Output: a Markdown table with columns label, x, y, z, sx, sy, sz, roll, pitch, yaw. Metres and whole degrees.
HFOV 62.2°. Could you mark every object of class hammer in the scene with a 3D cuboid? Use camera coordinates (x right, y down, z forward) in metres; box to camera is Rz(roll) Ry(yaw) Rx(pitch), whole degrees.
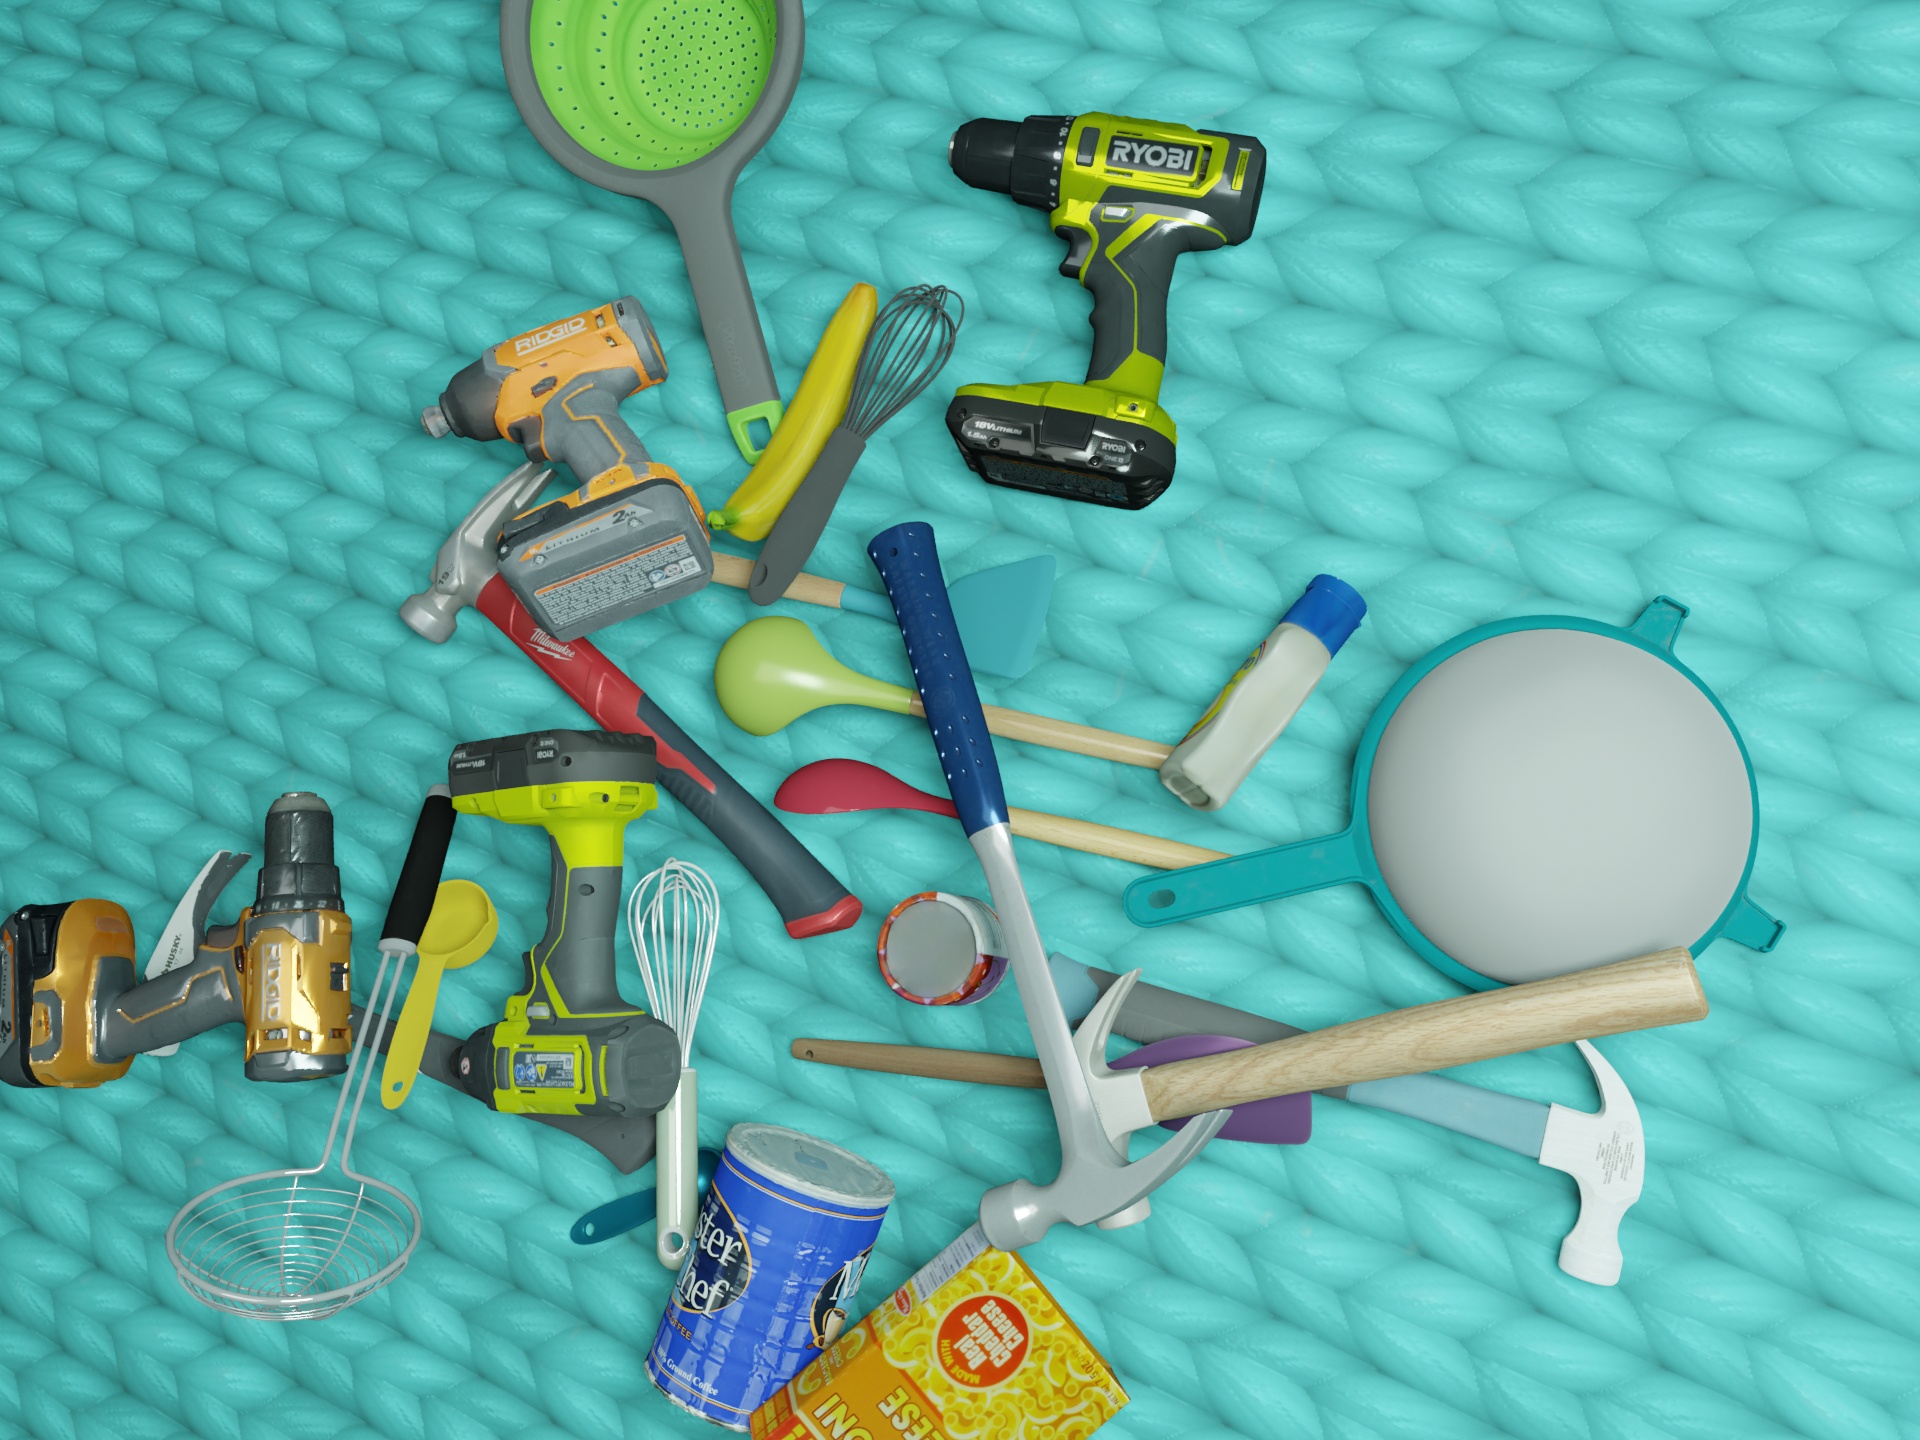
| label | x | y | z | sx | sy | sz | roll | pitch | yaw |
| --- | --- | --- | --- | --- | --- | --- | --- | --- | --- |
| hammer | 0.024 | 0.069 | 0.876 | 0.144 | 0.035 | 0.406 | -27 | 67 | 26 |
| hammer | 0.201 | 0.192 | 0.873 | 0.331 | 0.033 | 0.128 | 14 | 87 | 19 |
| hammer | 0.202 | 0.167 | 0.813 | 0.331 | 0.031 | 0.130 | -18 | 84 | 22 |
| hammer | -0.369 | 0.205 | 1.047 | 0.409 | 0.036 | 0.149 | 16 | 85 | 18 |
| hammer | -0.197 | -0.009 | 1.025 | 0.386 | 0.038 | 0.143 | 40 | 93 | 19 |

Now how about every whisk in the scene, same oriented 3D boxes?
| label | x | y | z | sx | sy | sz | roll | pitch | yaw |
| --- | --- | --- | --- | --- | --- | --- | --- | --- | --- |
| whisk | -0.066 | -0.173 | 0.986 | 0.055 | 0.055 | 0.239 | 25 | 79 | 19 |
| whisk | -0.173 | 0.206 | 0.968 | 0.058 | 0.059 | 0.246 | -4 | 78 | 5 |

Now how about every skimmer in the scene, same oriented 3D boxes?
| label | x | y | z | sx | sy | sz | roll | pitch | yaw |
| --- | --- | --- | --- | --- | --- | --- | --- | --- | --- |
| skimmer | -0.351 | 0.174 | 0.937 | 0.127 | 0.090 | 0.364 | 8 | 52 | -6 |

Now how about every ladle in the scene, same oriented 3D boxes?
| label | x | y | z | sx | sy | sz | roll | pitch | yaw |
| --- | --- | --- | --- | --- | --- | --- | --- | --- | --- |
| ladle | 0.040 | 0.062 | 0.937 | 0.315 | 0.069 | 0.031 | 11 | 111 | 13 |
| ladle | -0.002 | -0.003 | 0.968 | 0.320 | 0.062 | 0.078 | 12 | 81 | 12 |

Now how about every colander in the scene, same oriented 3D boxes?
| label | x | y | z | sx | sy | sz | roll | pitch | yaw |
| --- | --- | --- | --- | --- | --- | --- | --- | --- | --- |
| colander | -0.169 | -0.366 | 1.056 | 0.204 | 0.094 | 0.397 | -13 | 96 | 14 |

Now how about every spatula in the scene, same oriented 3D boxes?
| label | x | y | z | sx | sy | sz | roll | pitch | yaw |
| --- | --- | --- | --- | --- | --- | --- | --- | --- | --- |
| spatula | -0.098 | -0.089 | 0.992 | 0.317 | 0.044 | 0.082 | 13 | 73 | 12 |
| spatula | 0.043 | 0.200 | 0.910 | 0.316 | 0.018 | 0.060 | 0 | 99 | 24 |

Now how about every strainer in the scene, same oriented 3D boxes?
| label | x | y | z | sx | sy | sz | roll | pitch | yaw |
| --- | --- | --- | --- | --- | --- | --- | --- | --- | --- |
| strainer | 0.250 | 0.057 | 0.819 | 0.340 | 0.095 | 0.211 | -14 | 82 | 4 |

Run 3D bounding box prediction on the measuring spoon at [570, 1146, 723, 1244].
| label | x | y | z | sx | sy | sz | roll | pitch | yaw |
| --- | --- | --- | --- | --- | --- | --- | --- | --- | --- |
| measuring spoon | -0.189 | 0.301 | 0.988 | 0.128 | 0.021 | 0.042 | -27 | 65 | 21 |

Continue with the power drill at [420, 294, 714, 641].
| label | x | y | z | sx | sy | sz | roll | pitch | yaw |
| --- | --- | --- | --- | --- | --- | --- | --- | --- | --- |
| power drill | -0.253 | -0.162 | 1.005 | 0.164 | 0.084 | 0.227 | -21 | 55 | -1 |

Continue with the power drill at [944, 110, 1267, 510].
| label | x | y | z | sx | sy | sz | roll | pitch | yaw |
| --- | --- | --- | --- | --- | --- | --- | --- | --- | --- |
| power drill | 0.068 | -0.256 | 0.956 | 0.190 | 0.080 | 0.228 | 12 | 83 | 12 |

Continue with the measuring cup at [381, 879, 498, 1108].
| label | x | y | z | sx | sy | sz | roll | pitch | yaw |
| --- | --- | --- | --- | --- | --- | --- | --- | --- | --- |
| measuring cup | -0.336 | 0.176 | 1.012 | 0.062 | 0.029 | 0.157 | 1 | 56 | 9 |

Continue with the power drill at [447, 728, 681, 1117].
| label | x | y | z | sx | sy | sz | roll | pitch | yaw |
| --- | --- | --- | --- | --- | --- | --- | --- | --- | --- |
| power drill | -0.249 | 0.123 | 0.959 | 0.171 | 0.080 | 0.223 | -8 | 81 | 35 |

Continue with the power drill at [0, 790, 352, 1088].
| label | x | y | z | sx | sy | sz | roll | pitch | yaw |
| --- | --- | --- | --- | --- | --- | --- | --- | --- | --- |
| power drill | -0.504 | 0.148 | 1.038 | 0.226 | 0.084 | 0.185 | -7 | 77 | 10 |
